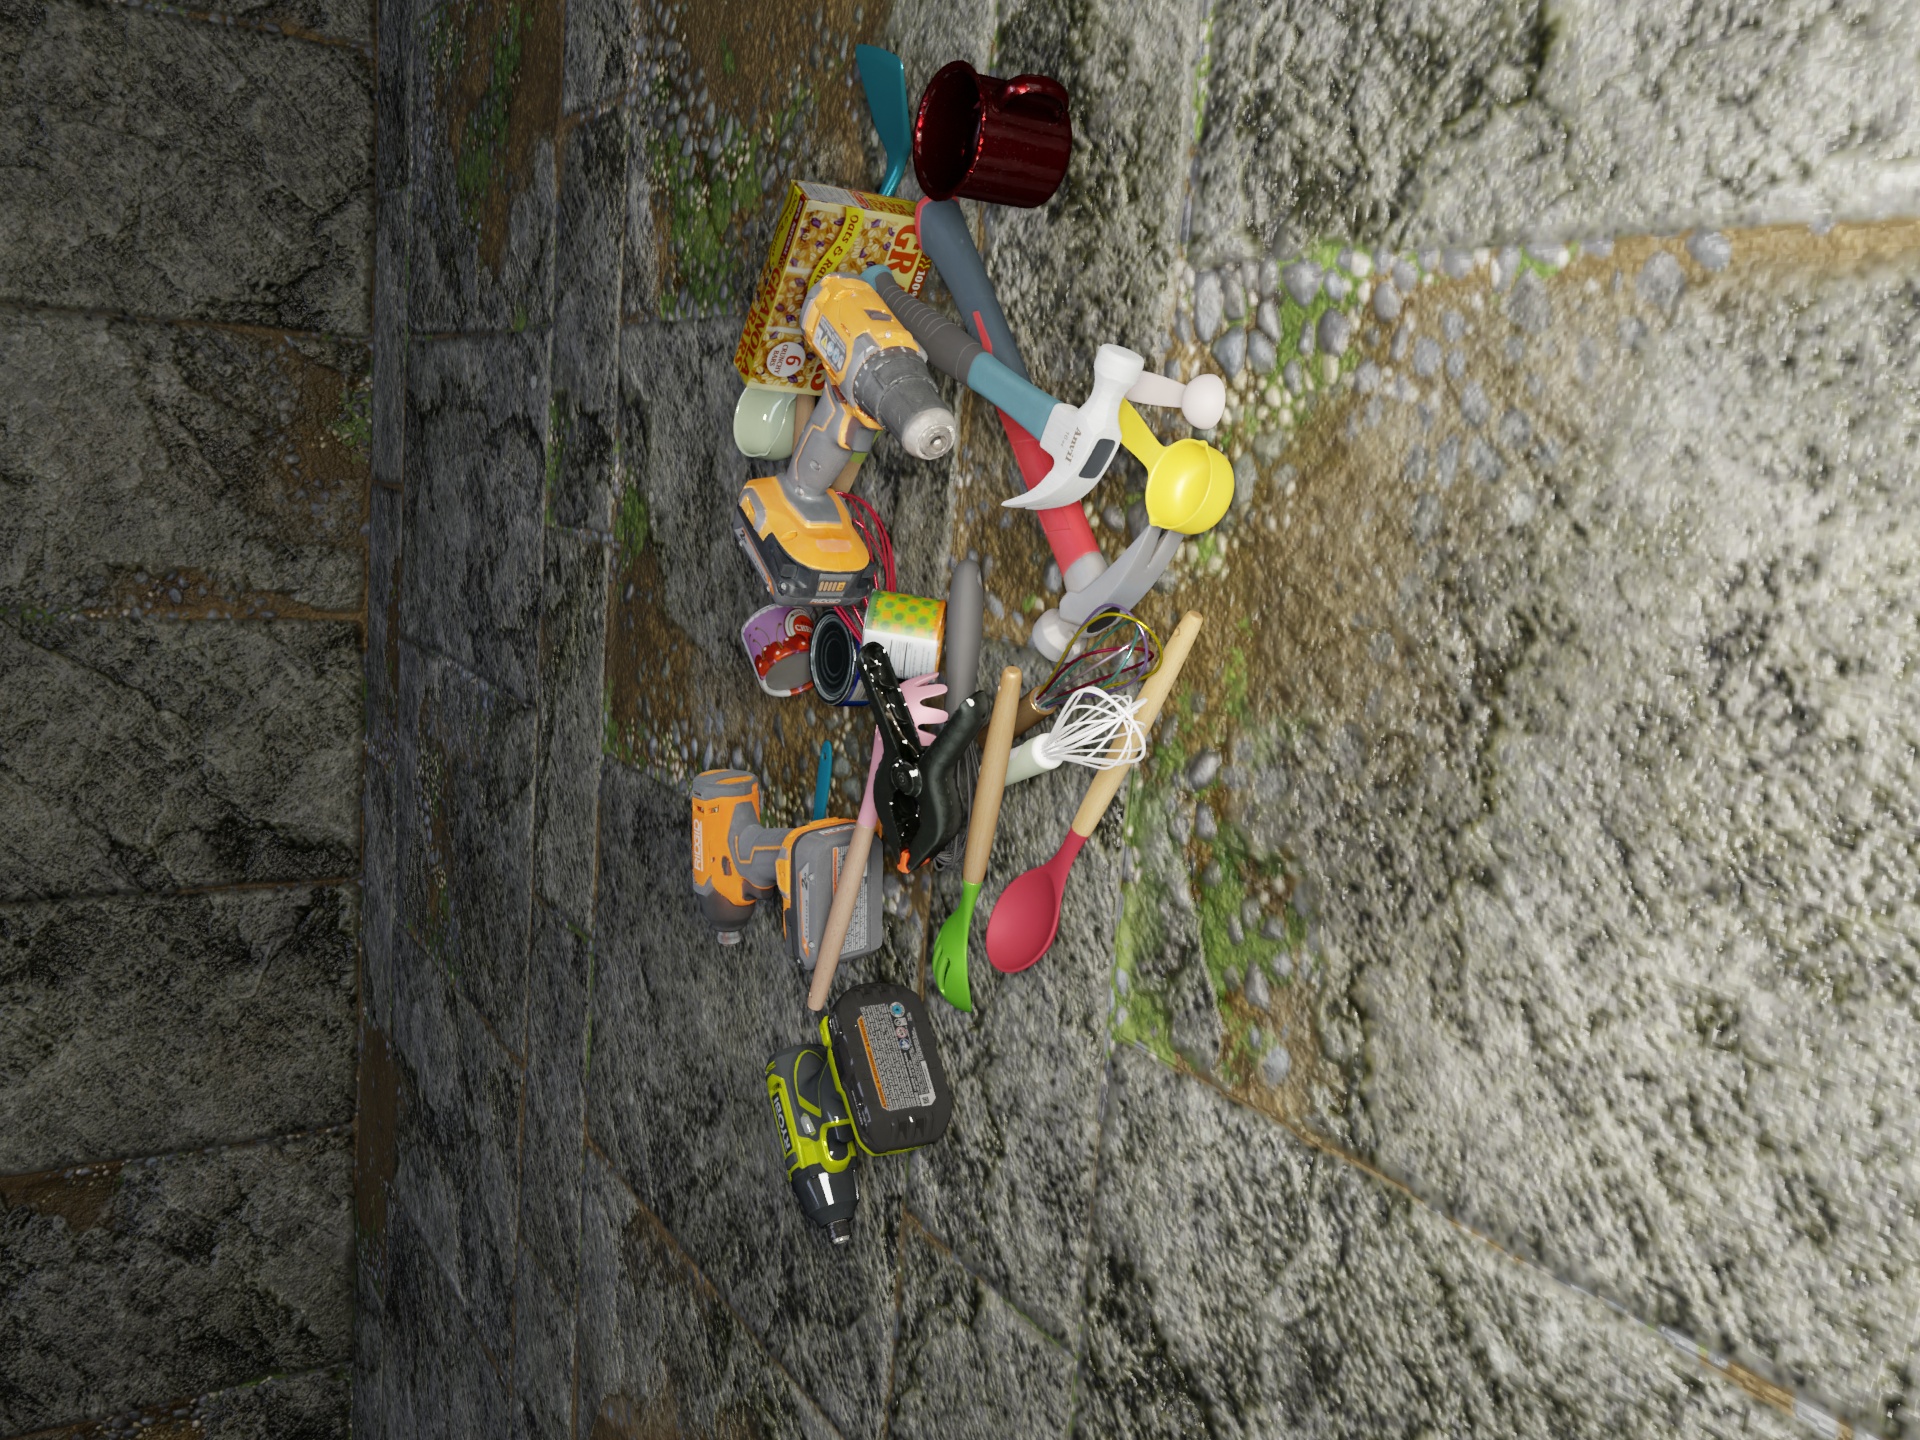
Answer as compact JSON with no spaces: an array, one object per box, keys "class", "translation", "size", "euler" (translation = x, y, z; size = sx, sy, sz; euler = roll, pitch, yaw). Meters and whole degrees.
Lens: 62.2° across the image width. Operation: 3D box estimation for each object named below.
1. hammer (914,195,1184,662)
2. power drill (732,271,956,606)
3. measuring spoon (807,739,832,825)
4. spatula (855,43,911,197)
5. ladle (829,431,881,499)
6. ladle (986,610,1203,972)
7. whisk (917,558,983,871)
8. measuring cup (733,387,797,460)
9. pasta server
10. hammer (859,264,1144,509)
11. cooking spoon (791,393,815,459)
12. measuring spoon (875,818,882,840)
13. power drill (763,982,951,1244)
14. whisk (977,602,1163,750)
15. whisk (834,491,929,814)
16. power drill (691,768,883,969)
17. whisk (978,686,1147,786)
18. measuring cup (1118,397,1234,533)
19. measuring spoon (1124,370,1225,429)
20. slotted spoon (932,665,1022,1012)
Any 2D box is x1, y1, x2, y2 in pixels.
[{"class":"hammer","translation":[0.046,-0.240,1.129],"size":[0.143,0.038,0.387],"euler":[-47,53,46]},{"class":"power drill","translation":[-0.082,-0.188,1.172],"size":[0.186,0.084,0.226],"euler":[56,135,37]},{"class":"measuring spoon","translation":[-0.135,0.078,1.436],"size":[0.042,0.021,0.128],"euler":[36,123,51]},{"class":"spatula","translation":[-0.087,-0.388,1.321],"size":[0.082,0.044,0.317],"euler":[43,124,48]},{"class":"ladle","translation":[-0.107,-0.203,1.355],"size":[0.078,0.062,0.320],"euler":[48,138,13]},{"class":"ladle","translation":[0.091,0.054,1.082],"size":[0.315,0.031,0.069],"euler":[-65,34,32]},{"class":"whisk","translation":[-0.003,-0.004,1.208],"size":[0.055,0.055,0.239],"euler":[5,91,57]},{"class":"measuring cup","translation":[-0.138,-0.291,1.427],"size":[0.167,0.038,0.083],"euler":[-27,65,36]},{"class":"pasta server","translation":[-0.072,0.103,1.248],"size":[0.060,0.040,0.316],"euler":[-120,41,-54]},{"class":"hammer","translation":[0.008,-0.253,1.123],"size":[0.331,0.033,0.128],"euler":[46,125,45]},{"class":"cooking spoon","translation":[-0.133,-0.285,1.378],"size":[0.069,0.017,0.319],"euler":[-17,65,50]},{"class":"measuring spoon","translation":[-0.066,0.061,1.344],"size":[0.021,0.011,0.117],"euler":[33,122,57]},{"class":"power drill","translation":[-0.093,0.330,1.336],"size":[0.223,0.080,0.171],"euler":[-53,48,49]},{"class":"whisk","translation":[0.069,-0.017,1.088],"size":[0.245,0.047,0.051],"euler":[142,139,-61]},{"class":"whisk","translation":[-0.063,-0.057,1.289],"size":[0.073,0.073,0.296],"euler":[-39,64,51]},{"class":"power drill","translation":[-0.163,0.144,1.404],"size":[0.227,0.084,0.164],"euler":[16,110,49]},{"class":"whisk","translation":[0.062,0.019,1.080],"size":[0.059,0.058,0.246],"euler":[49,158,-5]},{"class":"measuring cup","translation":[0.127,-0.173,1.018],"size":[0.062,0.029,0.157],"euler":[-57,37,25]},{"class":"measuring spoon","translation":[0.125,-0.212,1.025],"size":[0.124,0.018,0.034],"euler":[31,117,54]},{"class":"slotted spoon","translation":[0.012,0.092,1.148],"size":[0.070,0.031,0.313],"euler":[-111,25,-51]}]
